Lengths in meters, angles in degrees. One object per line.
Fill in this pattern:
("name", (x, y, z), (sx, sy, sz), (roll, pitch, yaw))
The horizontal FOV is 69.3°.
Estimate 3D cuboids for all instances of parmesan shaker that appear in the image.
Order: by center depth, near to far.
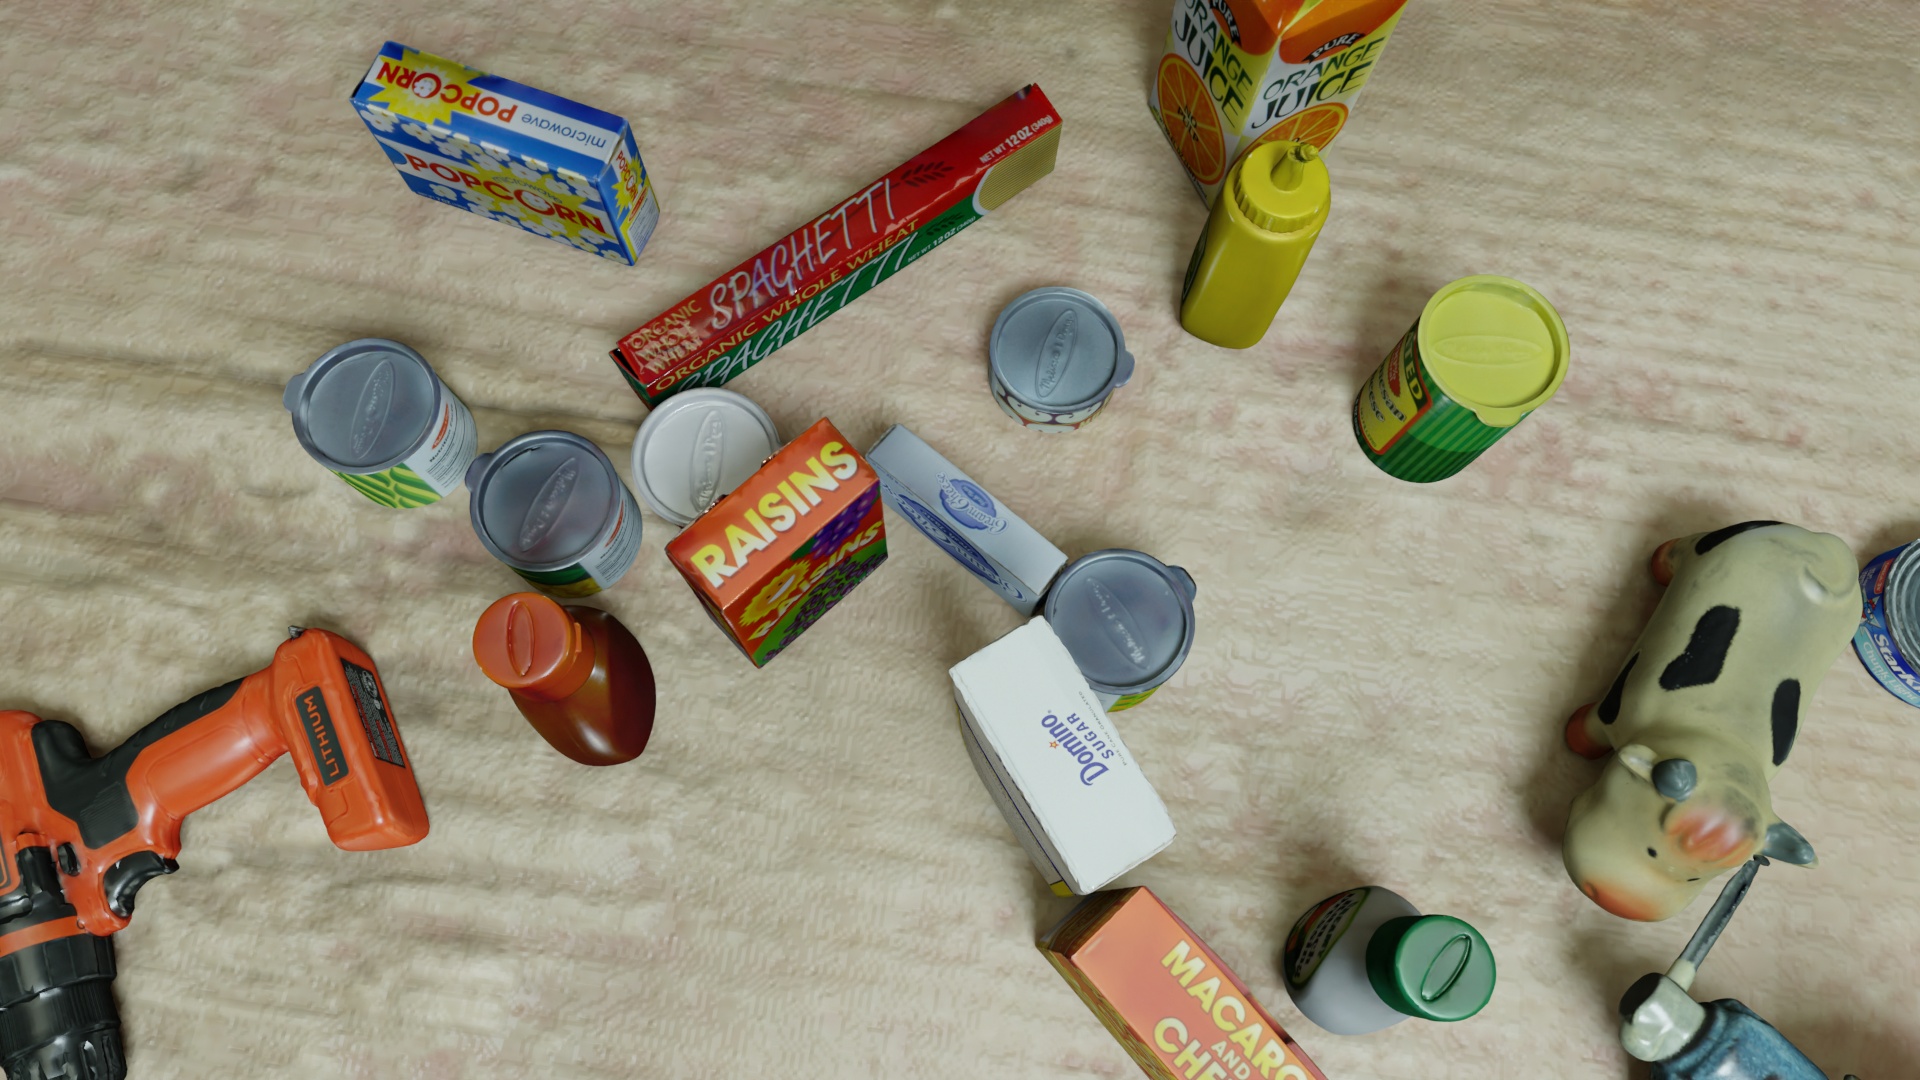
("parmesan shaker", (0.229, -0.069, 0.648), (0.071, 0.103, 0.071), (0, 74, -1))

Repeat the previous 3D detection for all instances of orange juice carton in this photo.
("orange juice carton", (0.149, -0.242, 0.649), (0.073, 0.192, 0.072), (-25, 77, -8))

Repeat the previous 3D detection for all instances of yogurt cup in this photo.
("yogurt cup", (-0.116, -0.032, 0.653), (0.072, 0.053, 0.072), (0, 74, -1))

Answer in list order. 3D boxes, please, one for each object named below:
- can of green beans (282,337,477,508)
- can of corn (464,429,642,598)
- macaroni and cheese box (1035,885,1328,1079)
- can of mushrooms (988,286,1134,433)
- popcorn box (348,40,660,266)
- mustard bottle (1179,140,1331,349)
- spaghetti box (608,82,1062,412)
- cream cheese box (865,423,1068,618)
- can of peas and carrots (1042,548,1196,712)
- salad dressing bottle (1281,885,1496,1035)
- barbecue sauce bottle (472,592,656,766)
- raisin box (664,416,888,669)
("can of green beans", (-0.269, -0.054, 0.653), (0.071, 0.057, 0.071), (0, 74, -1))
("can of corn", (-0.187, -0.012, 0.643), (0.071, 0.058, 0.071), (0, 74, -1))
("macaroni and cheese box", (0.089, 0.192, 0.537), (0.040, 0.166, 0.124), (-41, 79, -11))
("can of mushrooms", (0.049, -0.087, 0.685), (0.071, 0.033, 0.071), (0, 74, -1))
("popcorn box", (-0.218, -0.187, 0.679), (0.127, 0.085, 0.038), (19, 75, 4))
("mustard bottle", (0.137, -0.142, 0.637), (0.049, 0.159, 0.065), (18, 75, 3))
("spaghetti box", (-0.057, -0.142, 0.689), (0.250, 0.050, 0.029), (-35, 78, -11))
("cream cheese box", (0.002, -0.008, 0.650), (0.104, 0.053, 0.024), (39, 77, 9))
("can of peas and carrots", (0.071, 0.041, 0.635), (0.071, 0.058, 0.071), (0, 74, -1))
("salad dressing bottle", (0.169, 0.168, 0.555), (0.044, 0.147, 0.064), (39, 77, 9))
("barbecue sauce bottle", (-0.162, 0.055, 0.578), (0.044, 0.148, 0.065), (-6, 75, -3))
("raisin box", (-0.076, 0.004, 0.608), (0.086, 0.123, 0.040), (-41, 79, -11))
